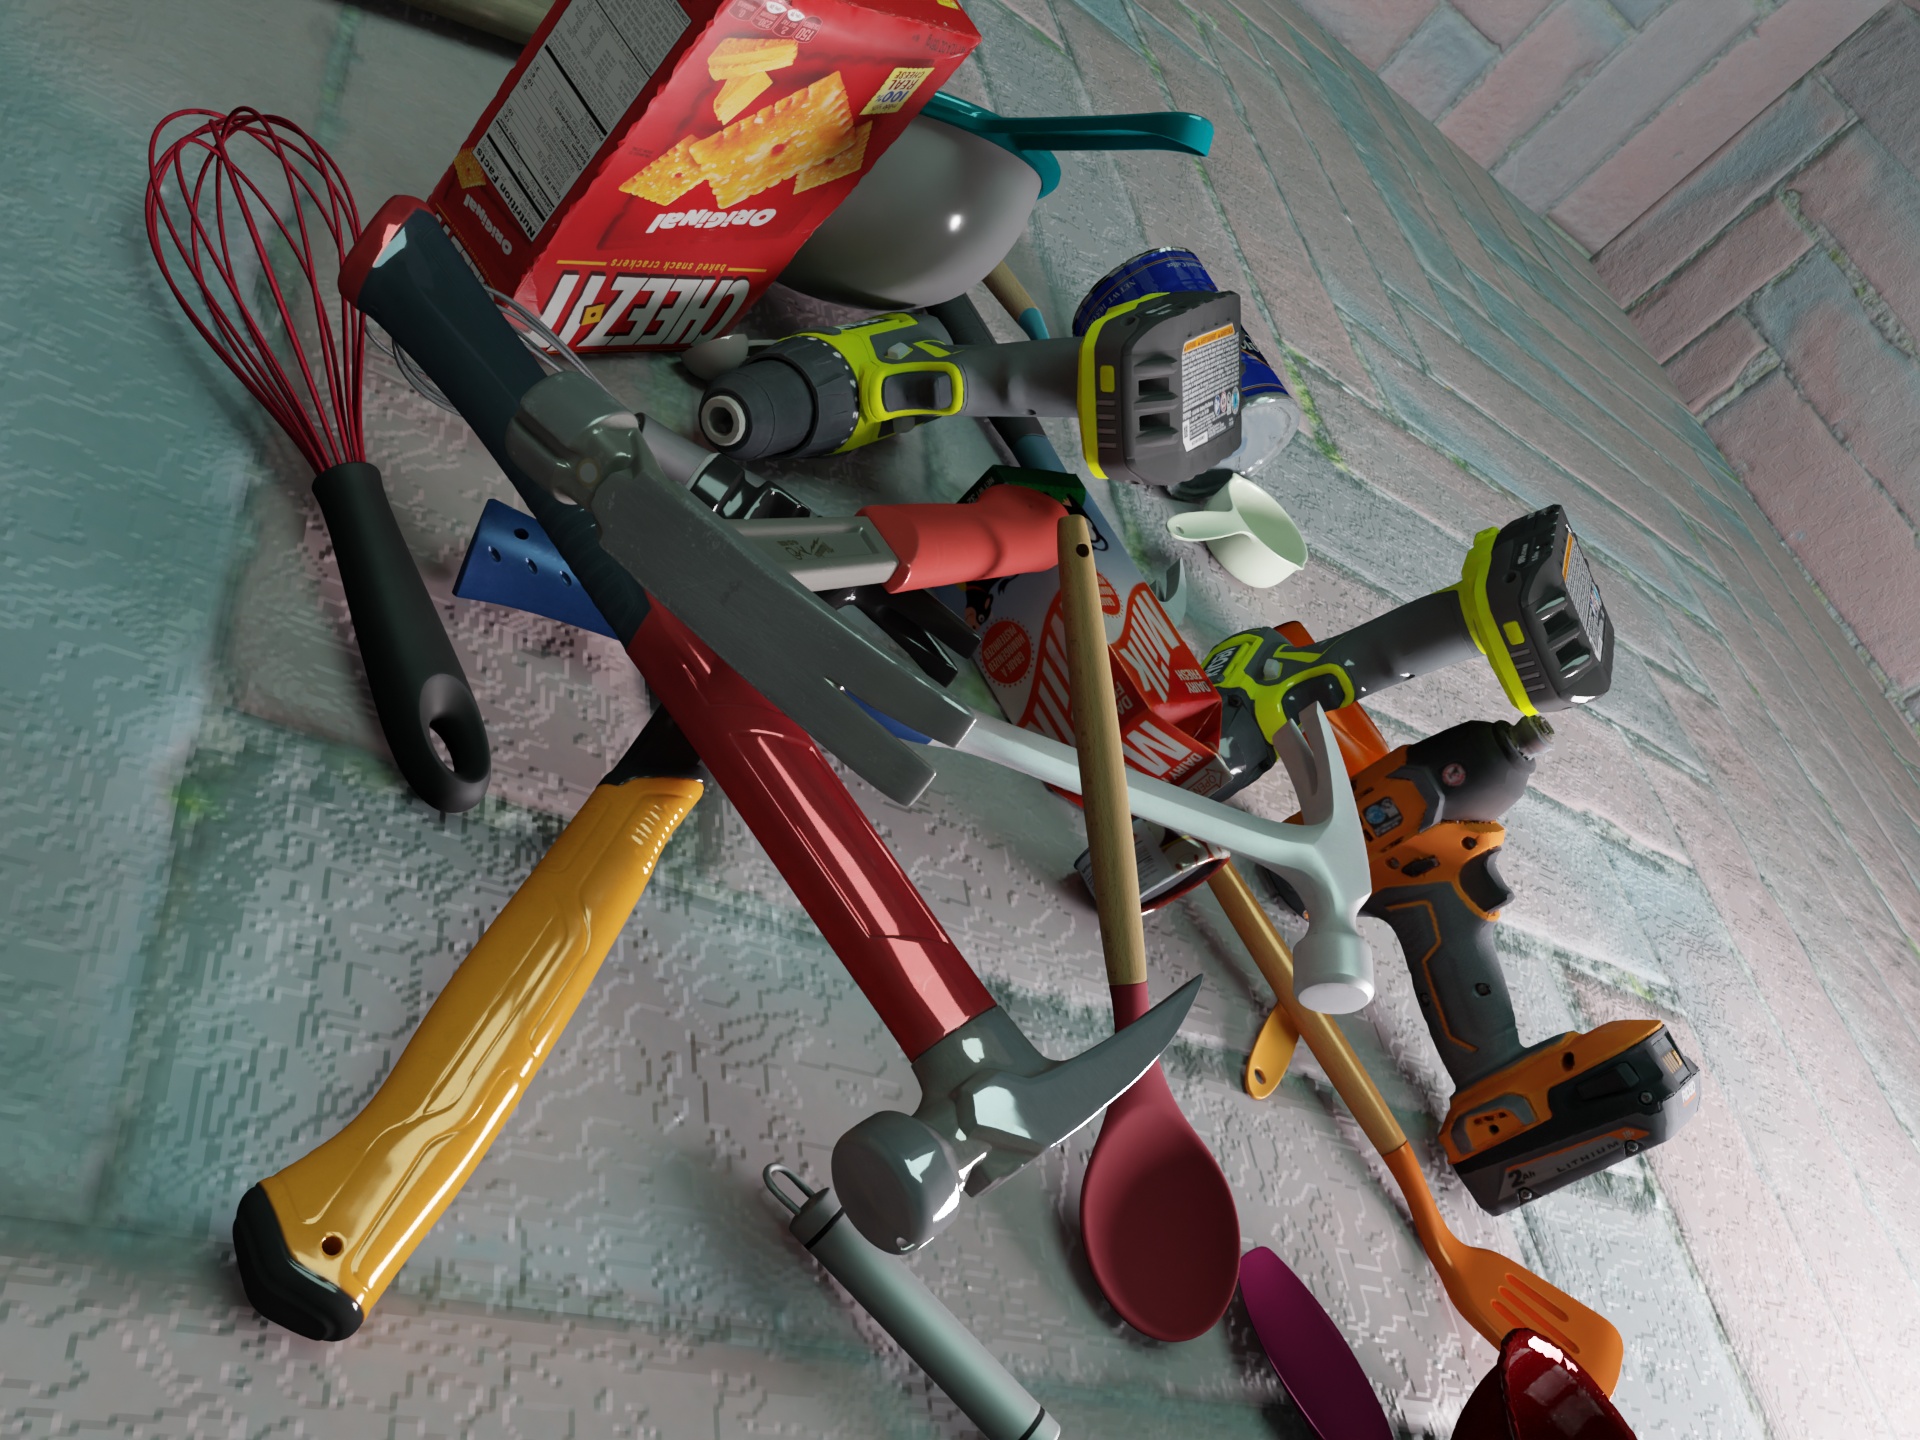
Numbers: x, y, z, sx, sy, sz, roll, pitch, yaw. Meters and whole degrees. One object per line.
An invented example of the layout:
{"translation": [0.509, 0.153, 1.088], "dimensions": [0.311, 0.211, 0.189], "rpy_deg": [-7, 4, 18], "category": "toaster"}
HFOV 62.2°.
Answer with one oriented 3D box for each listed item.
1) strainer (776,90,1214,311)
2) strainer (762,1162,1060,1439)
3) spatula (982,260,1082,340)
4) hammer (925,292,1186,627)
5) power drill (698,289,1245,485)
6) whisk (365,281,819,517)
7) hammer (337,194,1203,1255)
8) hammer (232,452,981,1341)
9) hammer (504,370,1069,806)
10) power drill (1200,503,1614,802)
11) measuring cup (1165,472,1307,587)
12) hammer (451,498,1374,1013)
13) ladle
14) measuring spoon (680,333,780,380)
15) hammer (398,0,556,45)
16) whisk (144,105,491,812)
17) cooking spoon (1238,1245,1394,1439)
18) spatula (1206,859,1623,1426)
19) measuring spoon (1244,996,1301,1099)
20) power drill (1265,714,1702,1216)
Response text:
{"translation": [-0.015, -0.259, 0.811], "dimensions": [0.210, 0.095, 0.341], "rpy_deg": [7, 9, -44], "category": "strainer"}
{"translation": [0.028, 0.237, 0.511], "dimensions": [0.258, 0.050, 0.087], "rpy_deg": [45, 26, 6], "category": "strainer"}
{"translation": [0.044, -0.269, 1.007], "dimensions": [0.082, 0.044, 0.318], "rpy_deg": [74, -9, -48], "category": "spatula"}
{"translation": [0.035, -0.176, 0.955], "dimensions": [0.128, 0.033, 0.331], "rpy_deg": [-1, 56, -49], "category": "hammer"}
{"translation": [0.006, -0.158, 0.761], "dimensions": [0.190, 0.228, 0.080], "rpy_deg": [-36, 127, -58], "category": "power drill"}
{"translation": [-0.143, -0.120, 0.685], "dimensions": [0.238, 0.055, 0.055], "rpy_deg": [28, 37, -36], "category": "whisk"}
{"translation": [-0.078, -0.027, 0.524], "dimensions": [0.143, 0.038, 0.386], "rpy_deg": [-24, 71, -42], "category": "hammer"}
{"translation": [-0.103, 0.042, 0.507], "dimensions": [0.127, 0.034, 0.337], "rpy_deg": [34, 46, -6], "category": "hammer"}
{"translation": [-0.009, -0.057, 0.572], "dimensions": [0.149, 0.036, 0.359], "rpy_deg": [40, 17, 9], "category": "hammer"}
{"translation": [0.213, -0.024, 0.828], "dimensions": [0.080, 0.223, 0.171], "rpy_deg": [63, 30, -10], "category": "power drill"}
{"translation": [0.170, -0.120, 1.050], "dimensions": [0.167, 0.038, 0.083], "rpy_deg": [-12, 65, -51], "category": "measuring cup"}
{"translation": [-0.001, -0.002, 0.655], "dimensions": [0.405, 0.035, 0.144], "rpy_deg": [21, 51, -18], "category": "hammer"}
{"translation": [0.061, 0.076, 0.616], "dimensions": [0.069, 0.031, 0.315], "rpy_deg": [-4, 85, -27], "category": "ladle"}
{"translation": [-0.099, -0.185, 0.819], "dimensions": [0.124, 0.034, 0.018], "rpy_deg": [-23, 97, -61], "category": "measuring spoon"}
{"translation": [-0.312, -0.378, 0.763], "dimensions": [0.410, 0.038, 0.146], "rpy_deg": [-9, 62, -52], "category": "hammer"}
{"translation": [-0.222, -0.101, 0.562], "dimensions": [0.073, 0.073, 0.296], "rpy_deg": [-5, 65, -51], "category": "whisk"}
{"translation": [0.188, 0.350, 0.596], "dimensions": [0.068, 0.017, 0.319], "rpy_deg": [9, 48, -58], "category": "cooking spoon"}
{"translation": [0.200, 0.179, 0.759], "dimensions": [0.081, 0.041, 0.323], "rpy_deg": [-19, 74, -55], "category": "spatula"}
{"translation": [0.156, 0.149, 0.780], "dimensions": [0.021, 0.011, 0.117], "rpy_deg": [50, 36, -4], "category": "measuring spoon"}
{"translation": [0.274, 0.115, 0.809], "dimensions": [0.084, 0.164, 0.227], "rpy_deg": [-3, 60, -53], "category": "power drill"}
